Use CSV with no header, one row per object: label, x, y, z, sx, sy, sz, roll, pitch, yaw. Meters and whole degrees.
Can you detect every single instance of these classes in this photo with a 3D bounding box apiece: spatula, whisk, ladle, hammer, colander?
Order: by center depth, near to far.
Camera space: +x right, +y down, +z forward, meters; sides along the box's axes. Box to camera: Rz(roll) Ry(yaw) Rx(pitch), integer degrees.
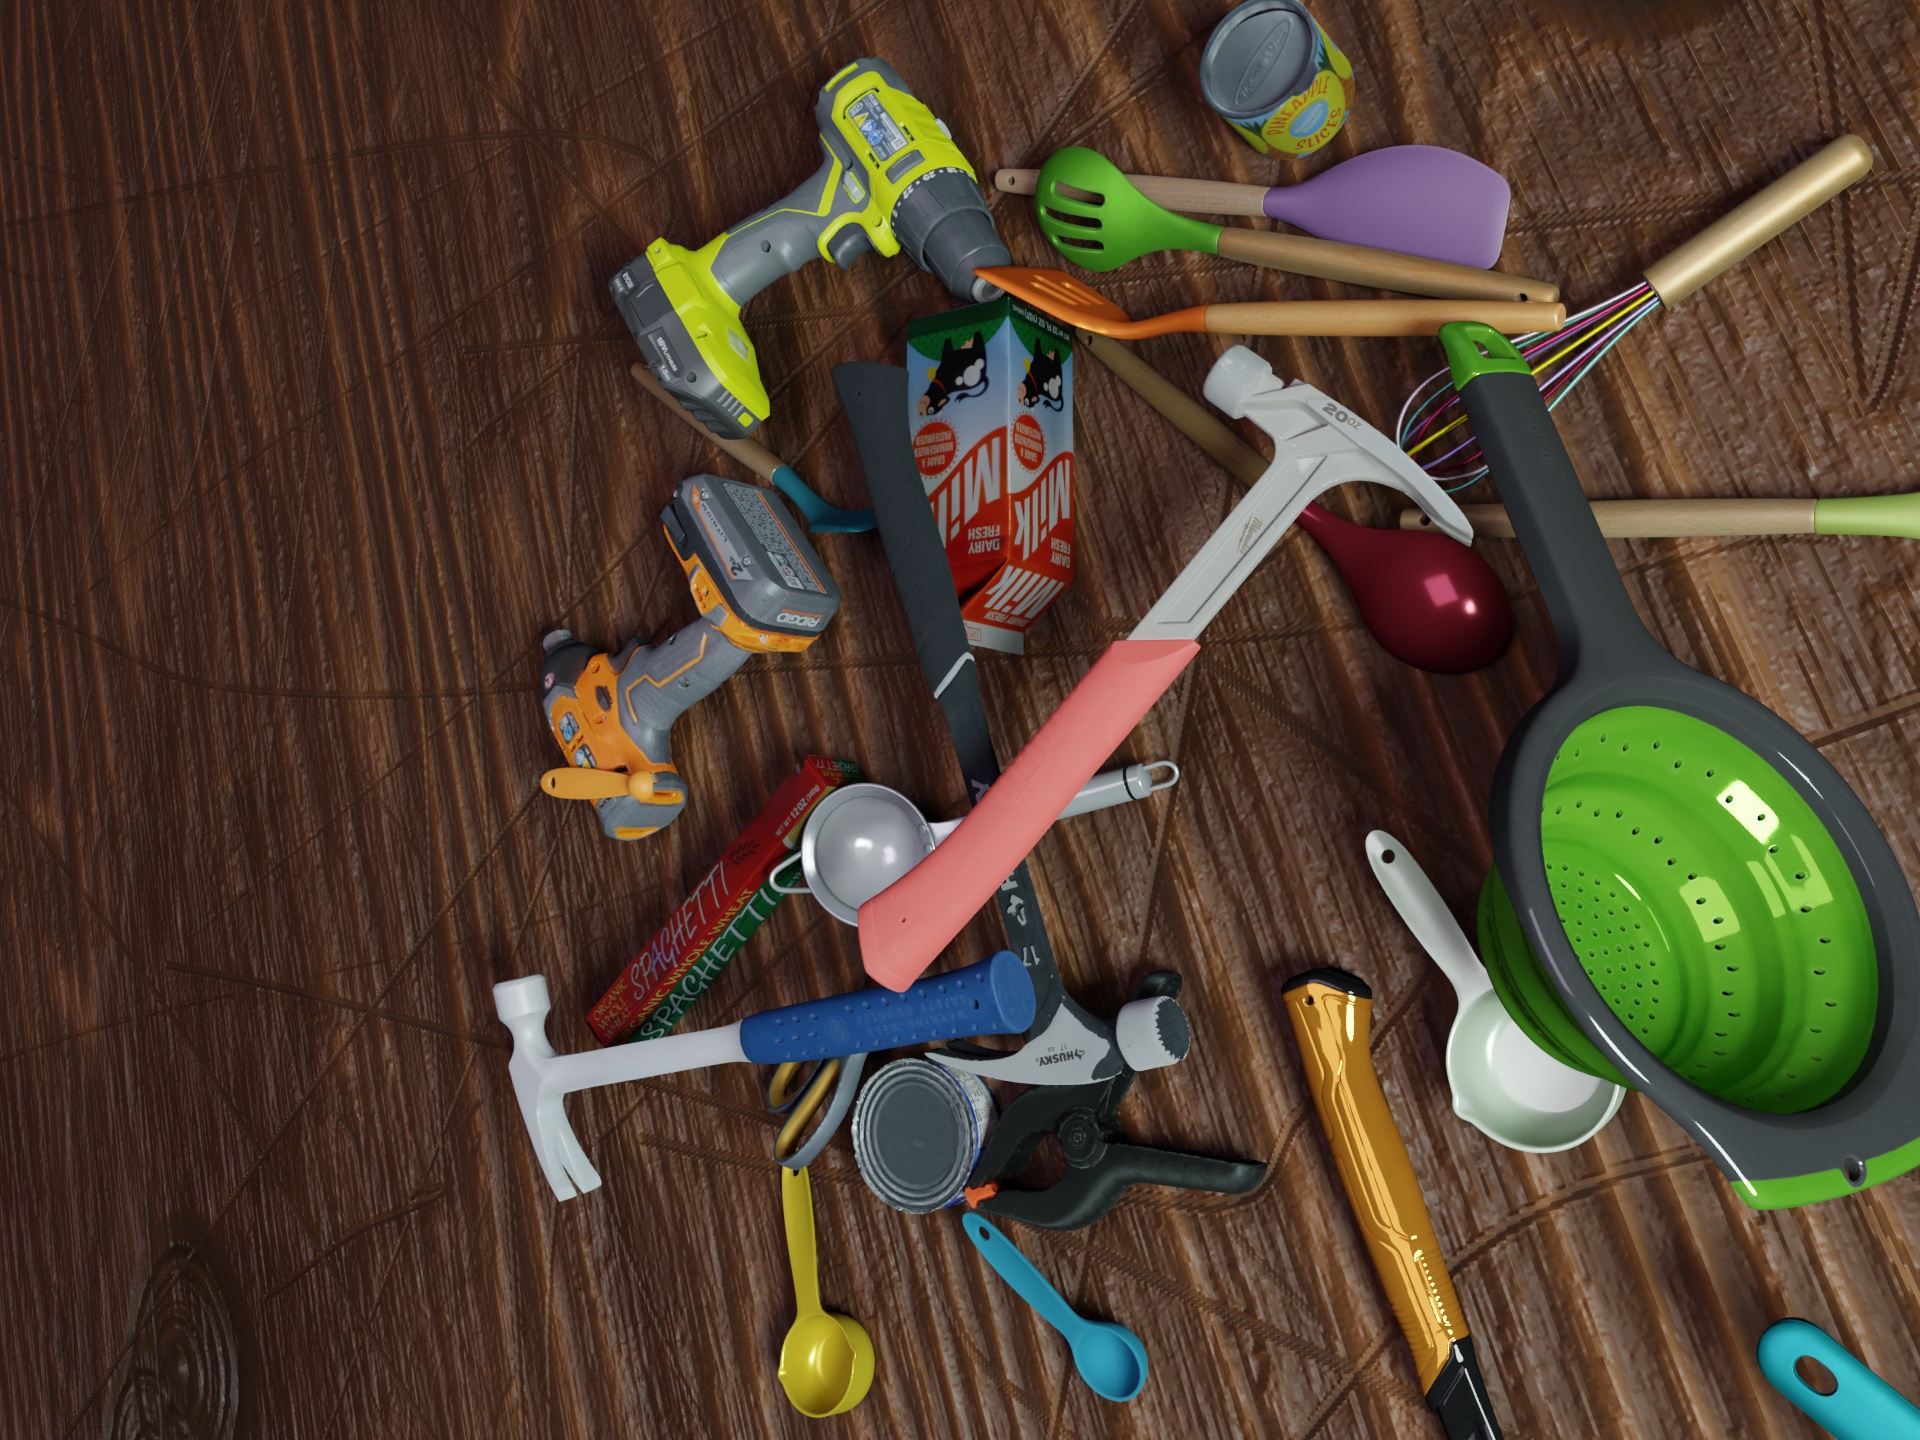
colander,0.267,0.011,0.690,0.094,0.204,0.397,130,130,-57
ladle,0.343,-0.091,0.697,0.320,0.062,0.078,5,90,37
whisk,0.304,-0.186,0.743,0.245,0.047,0.051,-35,59,22
hammer,0.214,0.282,0.748,0.127,0.034,0.337,-26,70,28
hammer,0.080,-0.003,0.781,0.149,0.036,0.359,41,97,16
spatula,0.151,-0.218,0.826,0.323,0.081,0.041,11,109,38
ladle,0.161,-0.131,0.842,0.316,0.031,0.069,48,131,32
hammer,-0.001,-0.003,0.857,0.149,0.036,0.409,-20,83,34
spatula,0.148,-0.290,0.877,0.316,0.018,0.059,18,112,35
hammer,-0.128,0.193,0.924,0.405,0.035,0.144,-17,84,36
spatula,-0.129,-0.180,1.037,0.318,0.082,0.044,38,135,36

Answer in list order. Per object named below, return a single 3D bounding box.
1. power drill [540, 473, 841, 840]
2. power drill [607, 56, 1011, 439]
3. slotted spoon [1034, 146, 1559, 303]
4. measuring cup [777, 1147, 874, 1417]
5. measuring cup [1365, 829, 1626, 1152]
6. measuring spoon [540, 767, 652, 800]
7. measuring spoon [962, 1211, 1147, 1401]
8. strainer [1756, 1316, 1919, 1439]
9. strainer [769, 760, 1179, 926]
power drill,-0.194,-0.052,1.046,0.226,0.084,0.164,-47,61,25
power drill,-0.089,-0.280,0.984,0.228,0.080,0.191,-35,63,10
slotted spoon,0.164,-0.255,0.852,0.314,0.031,0.070,22,134,31
measuring cup,-0.084,0.335,0.957,0.062,0.029,0.157,-28,57,28
measuring cup,0.245,0.121,0.747,0.083,0.038,0.168,-42,61,23
measuring spoon,-0.238,0.041,1.024,0.117,0.011,0.021,-1,89,41
measuring spoon,0.052,0.308,0.853,0.129,0.021,0.042,41,122,22
strainer,0.439,0.335,0.551,0.341,0.095,0.211,41,104,33
strainer,0.007,0.062,0.916,0.258,0.050,0.087,-17,88,26
